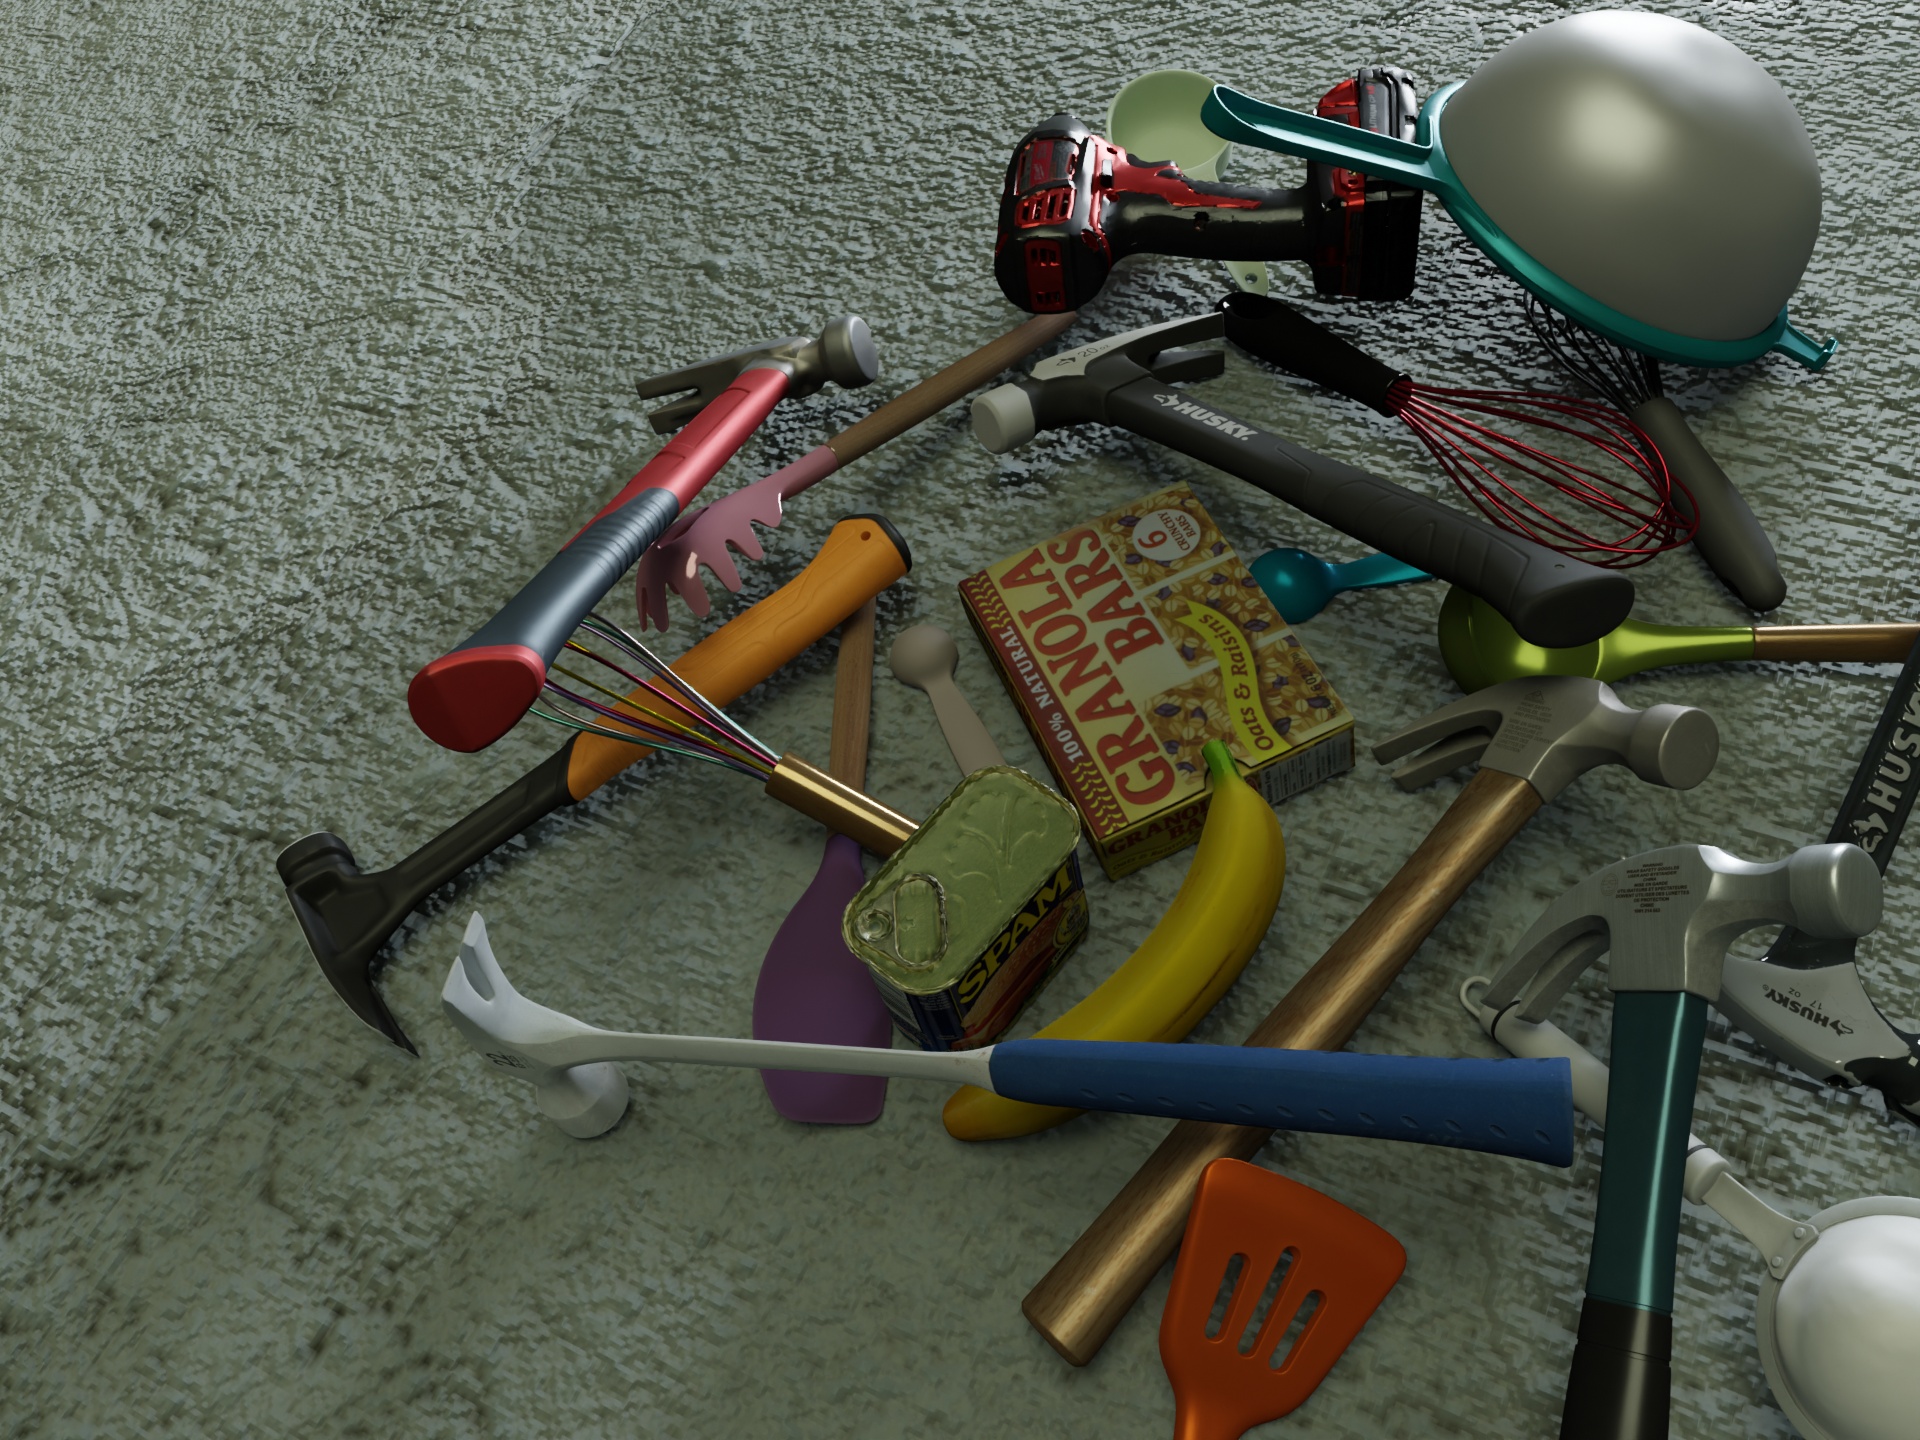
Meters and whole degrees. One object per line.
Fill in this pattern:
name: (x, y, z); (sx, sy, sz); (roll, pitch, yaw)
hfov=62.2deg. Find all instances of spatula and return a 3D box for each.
spatula: (0.060, 0.306, 0.514); (0.081, 0.041, 0.323); (26, 64, -1)
spatula: (-0.055, 0.034, 0.740); (0.060, 0.018, 0.316); (4, 56, -2)

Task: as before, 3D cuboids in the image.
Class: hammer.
hammer: (0.002, 0.123, 0.569); (0.405, 0.143, 0.035); (0, 55, 18)
hammer: (0.142, 0.107, 0.614); (0.331, 0.031, 0.130); (-47, 24, -11)
hammer: (-0.160, 0.013, 0.757); (0.337, 0.034, 0.127); (-37, 55, -9)
hammer: (0.398, -0.044, 0.644); (0.149, 0.036, 0.409); (29, 71, 14)
hammer: (0.157, -0.114, 0.728); (0.146, 0.035, 0.335); (-27, 40, -23)
hammer: (0.211, 0.200, 0.504); (0.128, 0.033, 0.331); (-13, 59, 57)
hammer: (-0.156, -0.098, 0.736); (0.143, 0.038, 0.386); (-10, 28, 21)

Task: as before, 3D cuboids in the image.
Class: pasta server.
pasta server: (-0.045, -0.142, 0.827); (0.316, 0.040, 0.060); (-37, 23, -29)

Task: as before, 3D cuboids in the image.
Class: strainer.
strainer: (0.254, 0.159, 0.536); (0.087, 0.050, 0.259); (-57, 34, 8)
strainer: (0.277, -0.280, 0.743); (0.340, 0.095, 0.211); (4, 54, -23)

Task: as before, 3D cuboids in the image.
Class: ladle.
ladle: (0.367, -0.036, 0.675); (0.320, 0.062, 0.078); (0, 76, 9)

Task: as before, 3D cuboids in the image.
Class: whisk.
whisk: (0.231, -0.153, 0.787); (0.073, 0.073, 0.296); (-37, 50, -14)
whisk: (-0.103, 0.014, 0.708); (0.245, 0.047, 0.051); (28, 71, 4)
whisk: (0.334, -0.149, 0.766); (0.055, 0.055, 0.239); (-16, 58, 1)

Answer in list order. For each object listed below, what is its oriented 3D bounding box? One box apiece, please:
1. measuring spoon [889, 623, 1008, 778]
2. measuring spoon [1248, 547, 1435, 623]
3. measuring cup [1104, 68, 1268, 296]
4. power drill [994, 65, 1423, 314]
measuring spoon: (-0.001, -0.002, 0.754); (0.034, 0.018, 0.124); (-25, 55, -6)
measuring spoon: (0.198, -0.077, 0.759); (0.128, 0.021, 0.042); (-12, 54, 7)
measuring cup: (0.140, -0.304, 0.929); (0.083, 0.038, 0.168); (-21, 71, -2)
power drill: (0.131, -0.286, 0.857); (0.219, 0.078, 0.143); (0, 52, 10)
